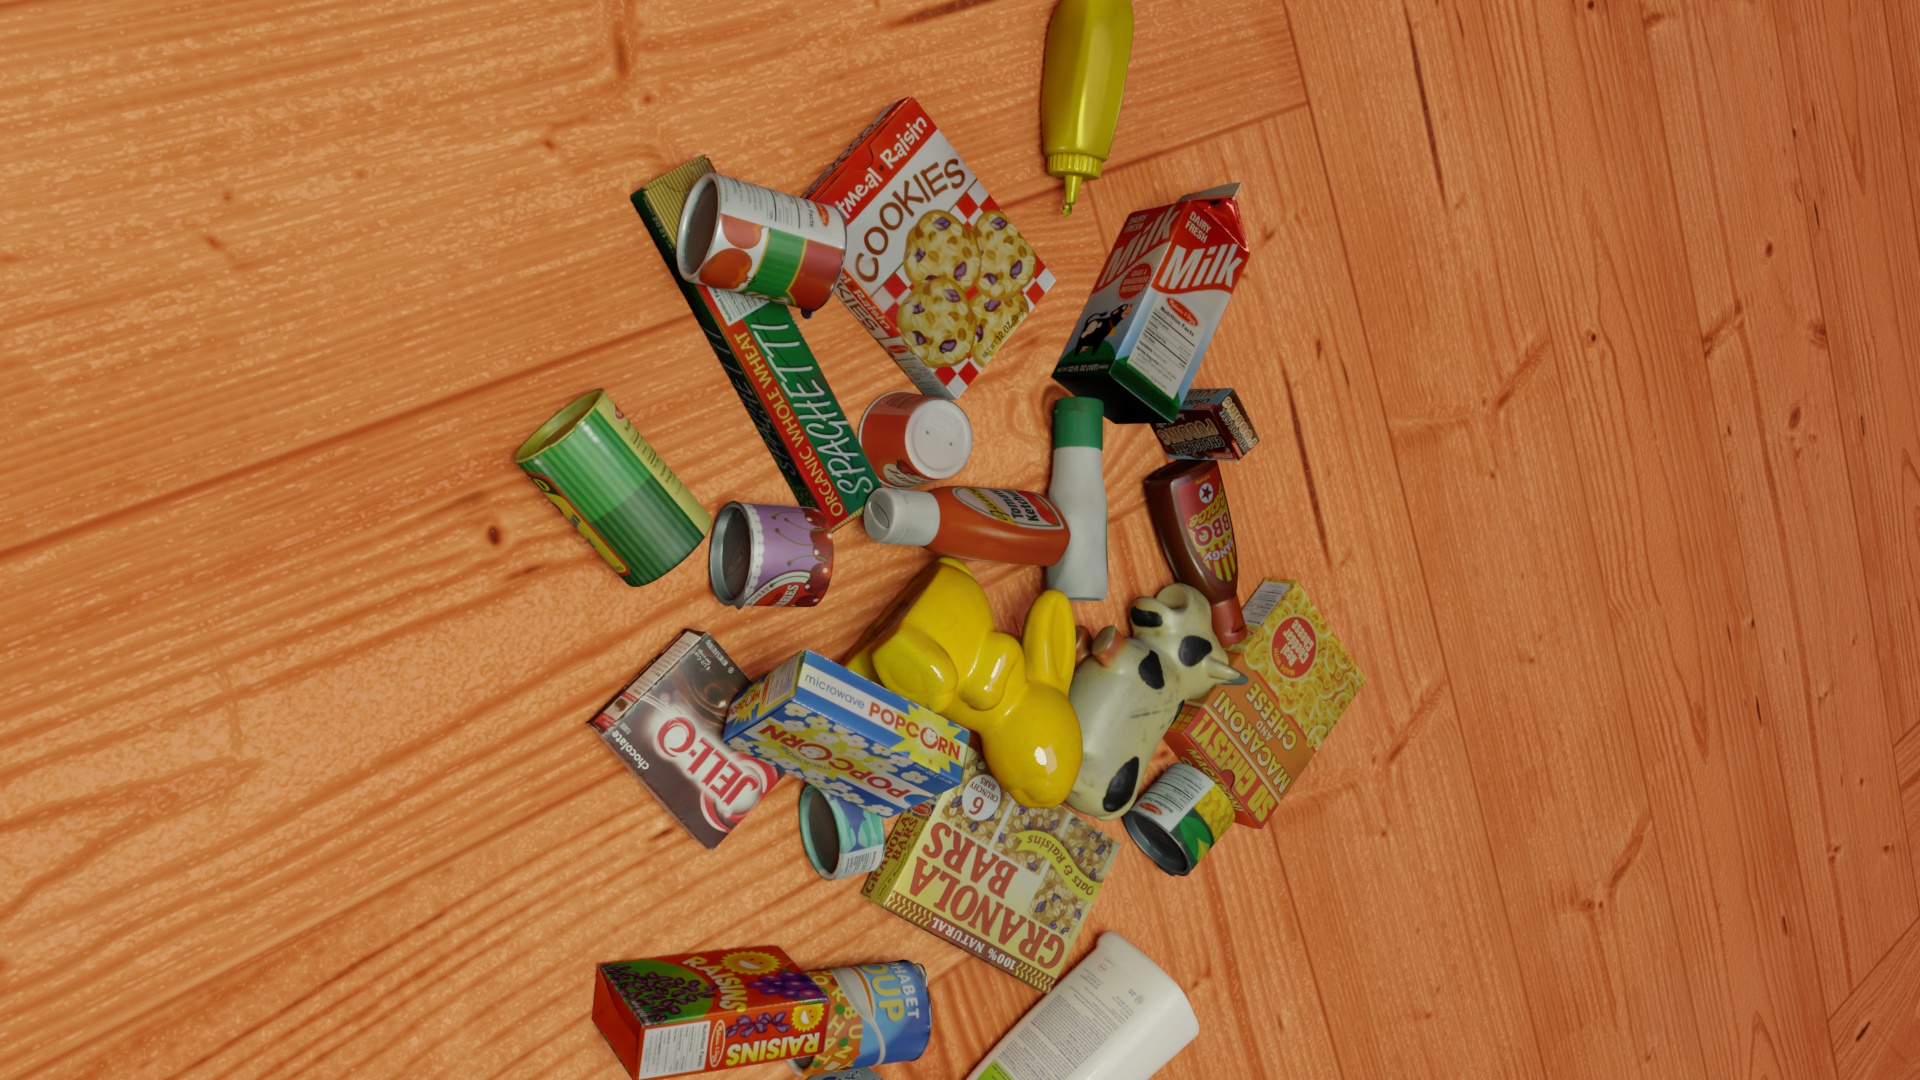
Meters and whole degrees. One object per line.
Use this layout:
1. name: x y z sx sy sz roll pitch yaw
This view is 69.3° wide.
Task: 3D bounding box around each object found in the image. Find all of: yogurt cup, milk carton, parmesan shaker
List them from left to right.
1. parmesan shaker: -0.204 -0.029 0.823 0.071 0.071 0.103 -47 115 -22
2. yogurt cup: -0.028 -0.069 0.944 0.072 0.054 0.072 -2 93 -33
3. milk carton: 0.151 -0.186 1.042 0.073 0.072 0.191 33 76 -29

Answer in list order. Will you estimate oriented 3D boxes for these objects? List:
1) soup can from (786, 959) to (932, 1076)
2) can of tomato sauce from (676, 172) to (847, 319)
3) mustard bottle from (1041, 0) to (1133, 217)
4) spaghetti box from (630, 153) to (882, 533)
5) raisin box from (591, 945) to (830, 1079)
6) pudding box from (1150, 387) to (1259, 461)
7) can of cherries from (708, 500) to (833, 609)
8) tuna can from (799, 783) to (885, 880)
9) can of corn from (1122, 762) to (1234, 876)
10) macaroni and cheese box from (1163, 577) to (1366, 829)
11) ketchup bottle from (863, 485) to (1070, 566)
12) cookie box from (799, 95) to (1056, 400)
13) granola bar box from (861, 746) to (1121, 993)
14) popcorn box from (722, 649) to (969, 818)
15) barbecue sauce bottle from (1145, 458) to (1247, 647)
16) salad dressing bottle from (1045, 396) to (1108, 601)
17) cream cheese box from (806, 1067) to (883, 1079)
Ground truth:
1. soup can: -0.070 0.315 0.926 0.084 0.071 0.071 5 90 -32
2. can of tomato sauce: -0.121 -0.177 0.838 0.083 0.071 0.071 9 88 -33
3. mustard bottle: 0.087 -0.313 1.003 0.049 0.065 0.160 4 96 -27
4. spaghetti box: -0.127 -0.121 0.893 0.050 0.028 0.249 -36 110 -26
5. raisin box: -0.154 0.289 0.861 0.123 0.086 0.040 4 96 -32
6. pudding box: 0.183 -0.088 1.061 0.030 0.083 0.049 -41 114 -21
7. can of cherries: -0.120 0.012 0.880 0.058 0.071 0.071 4 90 -34
8. tuna can: -0.080 0.187 0.917 0.033 0.071 0.071 -7 97 -31
9. can of corn: 0.170 0.217 1.077 0.058 0.071 0.071 -41 113 -24
10. macaroni and cheese box: 0.248 0.132 1.138 0.167 0.040 0.123 -49 115 -21
11. ketchup bottle: 0.003 -0.012 0.952 0.149 0.065 0.043 4 122 -40
12. cookie box: -0.026 -0.197 0.947 0.167 0.040 0.123 48 68 -25
13. granola bar box: 0.025 0.235 1.000 0.165 0.039 0.124 37 73 -29
14. popcorn box: -0.070 0.120 0.850 0.126 0.085 0.038 30 49 -24
15. barbecue sauce bottle: 0.191 0.011 1.093 0.065 0.043 0.148 -27 107 -35
16. salad dressing bottle: 0.086 -0.030 1.017 0.044 0.064 0.147 3 83 -10
17. cream cheese box: -0.102 0.385 0.918 0.104 0.053 0.024 -29 105 -28
